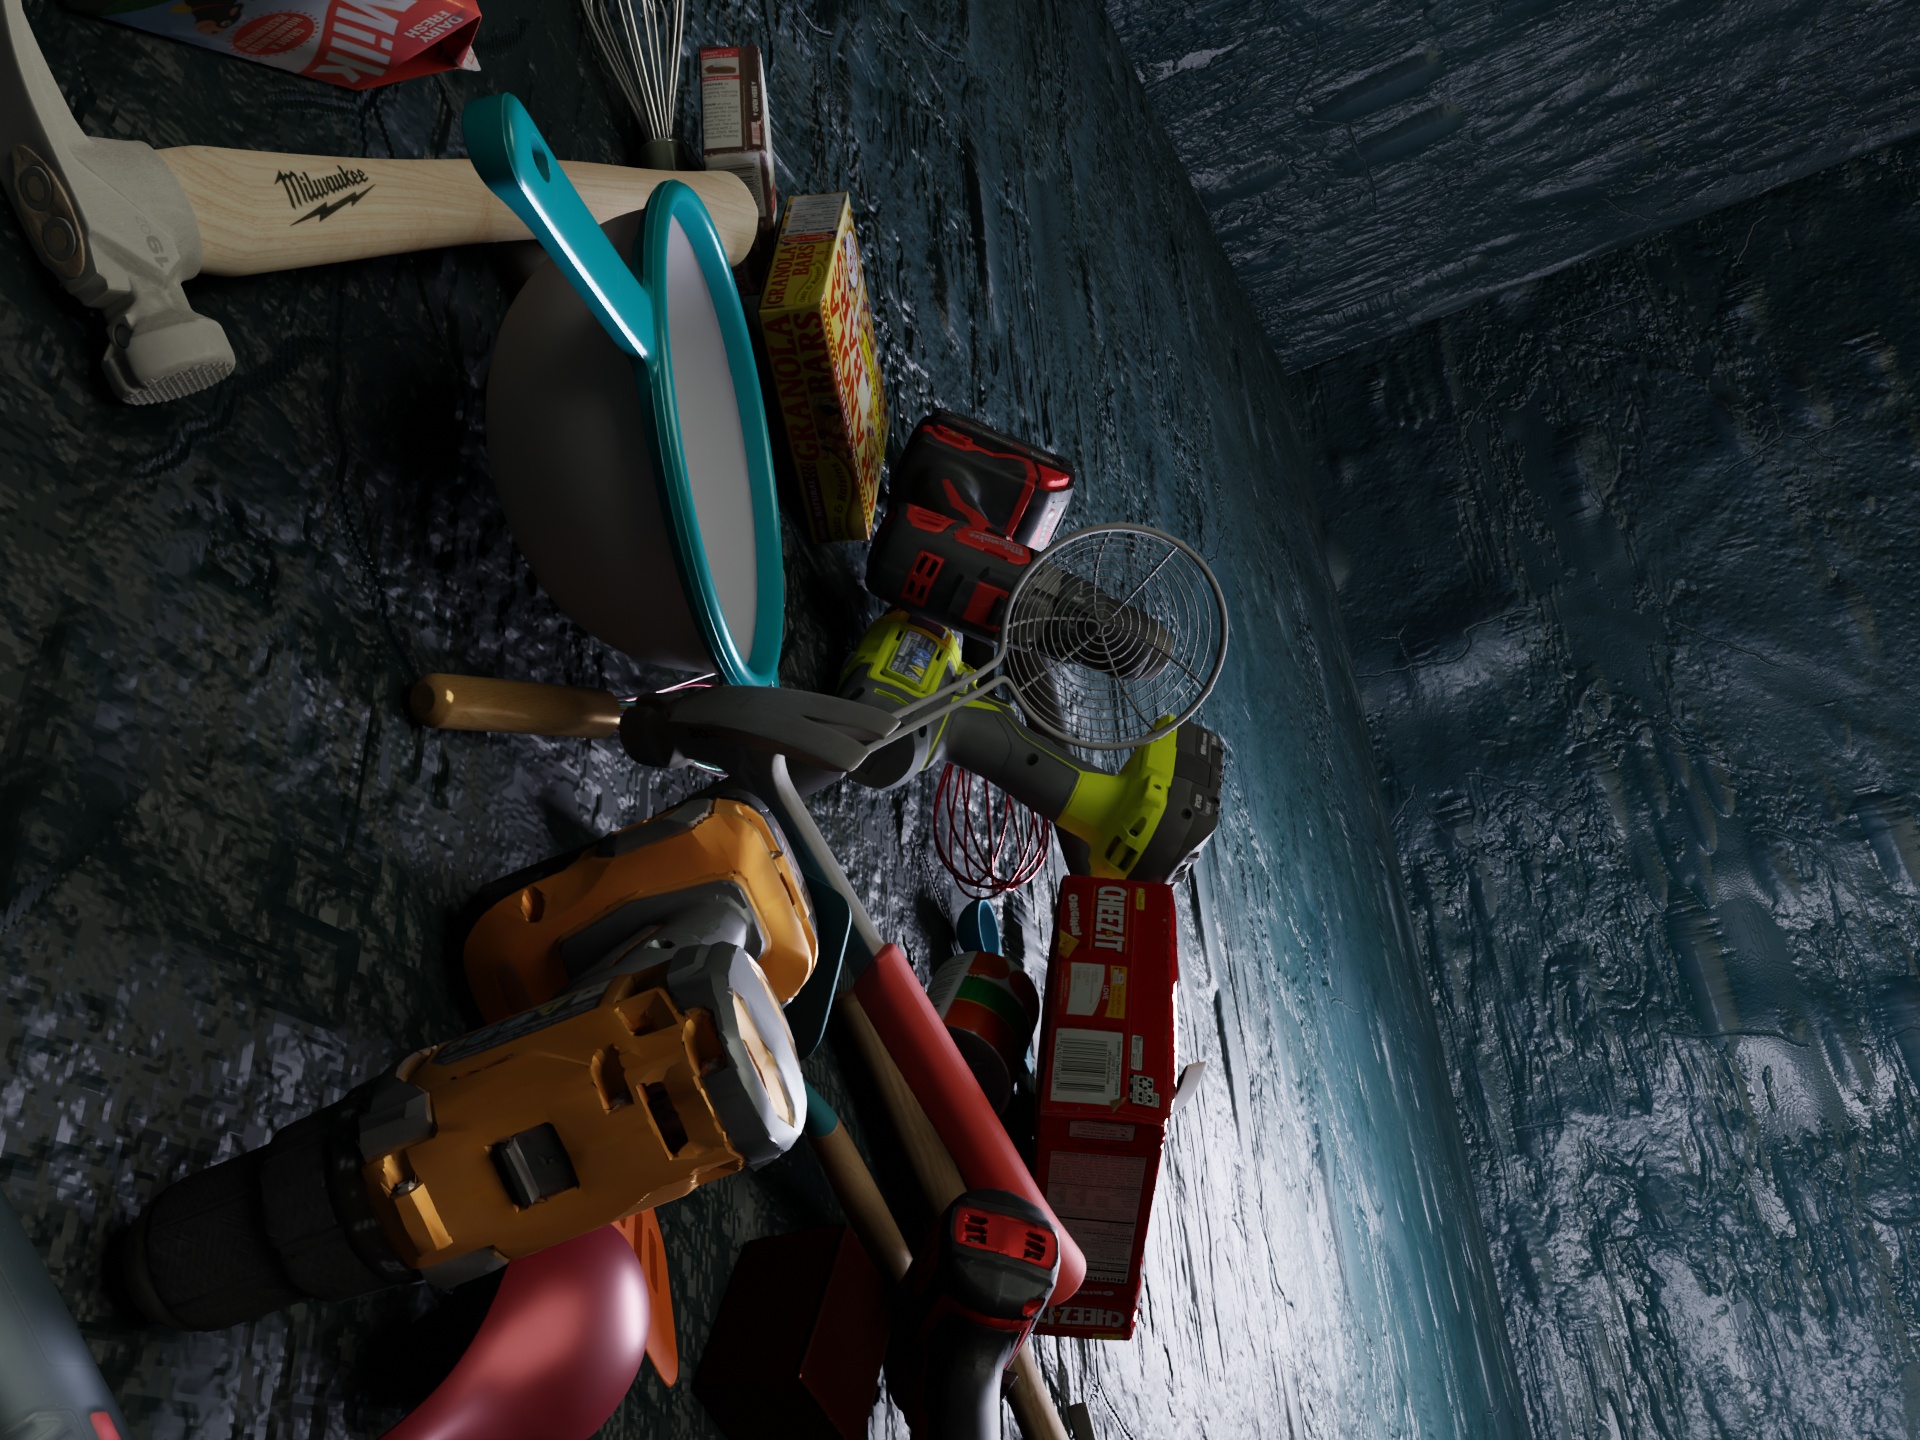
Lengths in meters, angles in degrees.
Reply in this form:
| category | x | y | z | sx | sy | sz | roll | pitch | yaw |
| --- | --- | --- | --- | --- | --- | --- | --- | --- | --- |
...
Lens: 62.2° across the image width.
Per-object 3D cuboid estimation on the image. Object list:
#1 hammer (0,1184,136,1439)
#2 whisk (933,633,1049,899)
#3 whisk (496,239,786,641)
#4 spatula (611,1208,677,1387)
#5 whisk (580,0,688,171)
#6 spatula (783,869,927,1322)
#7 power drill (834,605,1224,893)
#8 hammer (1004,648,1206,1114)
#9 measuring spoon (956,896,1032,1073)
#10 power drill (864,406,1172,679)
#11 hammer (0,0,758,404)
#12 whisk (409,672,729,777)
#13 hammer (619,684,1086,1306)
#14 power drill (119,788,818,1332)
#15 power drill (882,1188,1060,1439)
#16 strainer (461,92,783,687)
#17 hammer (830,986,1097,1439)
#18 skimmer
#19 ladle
| category | x | y | z | sx | sy | sz | roll | pitch | yaw |
| --- | --- | --- | --- | --- | --- | --- | --- | --- | --- |
| hammer | -0.186 | 0.235 | 0.405 | 0.386 | 0.038 | 0.143 | 68 | 20 | -9 |
| whisk | 0.015 | -0.001 | 1.058 | 0.073 | 0.073 | 0.296 | 52 | 24 | -41 |
| whisk | -0.152 | -0.136 | 0.774 | 0.238 | 0.055 | 0.055 | 59 | 24 | -18 |
| spatula | -0.097 | 0.142 | 0.691 | 0.323 | 0.041 | 0.081 | -62 | 135 | -63 |
| whisk | -0.168 | -0.327 | 0.891 | 0.058 | 0.059 | 0.246 | 126 | -47 | -82 |
| spatula | -0.045 | 0.188 | 0.710 | 0.044 | 0.082 | 0.317 | -44 | 134 | -31 |
| power drill | 0.039 | 0.005 | 0.954 | 0.228 | 0.080 | 0.191 | 27 | 30 | -3 |
| hammer | 0.087 | 0.105 | 1.075 | 0.146 | 0.035 | 0.335 | 131 | -54 | -71 |
| measuring spoon | 0.020 | 0.170 | 0.997 | 0.042 | 0.021 | 0.128 | -69 | 145 | -63 |
| power drill | 0.036 | -0.106 | 1.005 | 0.188 | 0.080 | 0.227 | 21 | 25 | -10 |
| hammer | -0.207 | -0.227 | 0.669 | 0.410 | 0.038 | 0.146 | -36 | 105 | -61 |
| whisk | -0.147 | -0.002 | 0.699 | 0.047 | 0.051 | 0.245 | 56 | 21 | 18 |
| hammer | -0.016 | 0.135 | 0.693 | 0.037 | 0.149 | 0.358 | -46 | 124 | -32 |
| power drill | -0.136 | 0.103 | 0.504 | 0.226 | 0.185 | 0.084 | -97 | 165 | -80 |
| power drill | -0.011 | 0.320 | 0.655 | 0.078 | 0.143 | 0.220 | 18 | 38 | -7 |
| strainer | -0.147 | -0.124 | 0.604 | 0.340 | 0.095 | 0.211 | 63 | 20 | -76 |
| hammer | 0.010 | 0.289 | 0.817 | 0.130 | 0.031 | 0.331 | -30 | 96 | -86 |
| skimmer | -0.001 | -0.003 | 0.787 | 0.363 | 0.090 | 0.127 | -27 | 111 | -43 |
| ladle | -0.167 | 0.199 | 0.389 | 0.315 | 0.031 | 0.069 | -15 | 88 | -65 |
